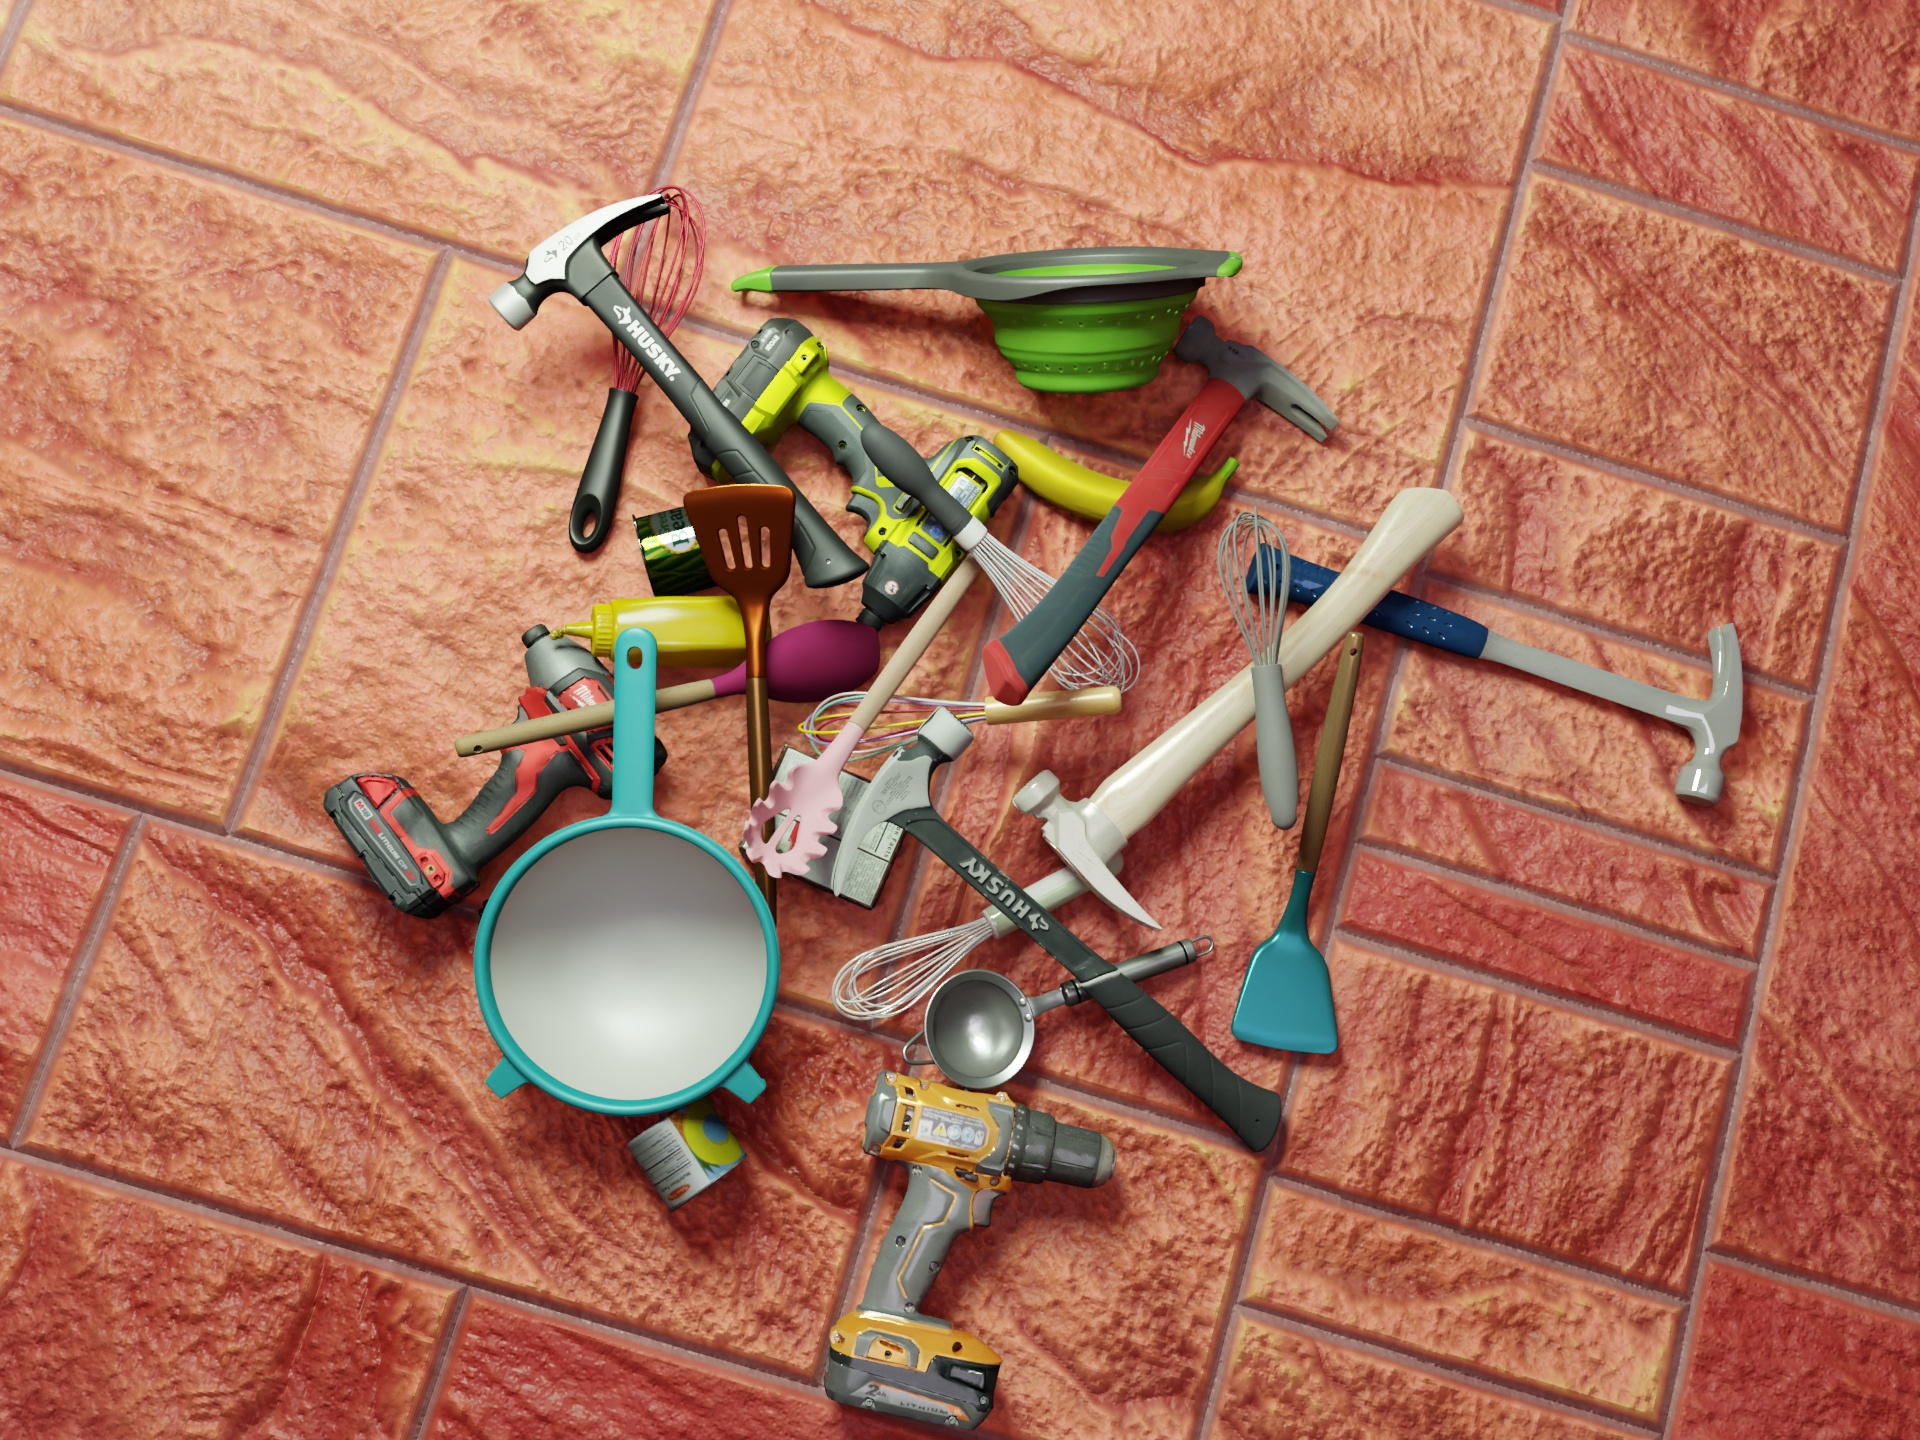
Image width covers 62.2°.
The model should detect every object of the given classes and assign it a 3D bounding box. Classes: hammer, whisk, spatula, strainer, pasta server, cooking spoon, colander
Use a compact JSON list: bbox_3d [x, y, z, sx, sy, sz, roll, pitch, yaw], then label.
[{"bbox_3d":[-0.183,-0.230,1.161,0.146,0.035,0.335,-41,88,0],"label":"hammer"},{"bbox_3d":[0.226,-0.038,1.167,0.055,0.055,0.239,-6,89,-5],"label":"whisk"},{"bbox_3d":[0.145,-0.146,1.192,0.143,0.038,0.386,36,62,2],"label":"hammer"},{"bbox_3d":[-0.148,-0.006,1.145,0.081,0.041,0.322,-2,94,4],"label":"spatula"},{"bbox_3d":[0.074,0.208,1.189,0.258,0.050,0.087,-17,83,-14],"label":"strainer"},{"bbox_3d":[-0.257,-0.273,1.233,0.073,0.073,0.296,14,87,-2],"label":"whisk"},{"bbox_3d":[0.236,-0.023,1.206,0.410,0.038,0.146,-42,88,-8],"label":"hammer"},{"bbox_3d":[0.269,0.091,1.196,0.082,0.044,0.317,9,100,1],"label":"spatula"},{"bbox_3d":[0.015,0.156,1.192,0.246,0.058,0.059,-27,120,-12],"label":"whisk"},{"bbox_3d":[-0.230,0.104,1.140,0.211,0.095,0.340,2,92,-2],"label":"strainer"},{"bbox_3d":[0.083,0.178,1.149,0.408,0.036,0.149,43,88,-12],"label":"hammer"},{"bbox_3d":[0.425,-0.063,1.259,0.405,0.035,0.144,19,81,-1],"label":"hammer"},{"bbox_3d":[-0.059,-0.017,1.162,0.060,0.040,0.316,38,69,-10],"label":"pasta server"},{"bbox_3d":[0.030,-0.118,1.184,0.284,0.070,0.070,44,80,-17],"label":"whisk"},{"bbox_3d":[-0.205,-0.017,1.159,0.319,0.017,0.068,-14,123,-20],"label":"cooking spoon"},{"bbox_3d":[0.016,-0.308,1.233,0.397,0.204,0.094,2,113,12],"label":"colander"},{"bbox_3d":[-0.002,-0.003,1.190,0.245,0.047,0.051,-5,76,8],"label":"whisk"}]

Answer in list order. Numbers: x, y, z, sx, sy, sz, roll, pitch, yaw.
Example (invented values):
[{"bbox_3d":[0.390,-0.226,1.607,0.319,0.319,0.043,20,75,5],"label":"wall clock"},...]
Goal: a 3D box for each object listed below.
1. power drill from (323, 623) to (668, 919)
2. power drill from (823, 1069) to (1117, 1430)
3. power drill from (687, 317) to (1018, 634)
[{"bbox_3d":[-0.342,0.035,1.170,0.219,0.078,0.143,-36,87,-12],"label":"power drill"},{"bbox_3d":[0.006,0.380,1.142,0.185,0.084,0.226,13,76,-2],"label":"power drill"},{"bbox_3d":[-0.091,-0.187,1.221,0.223,0.080,0.171,36,85,-1],"label":"power drill"}]
